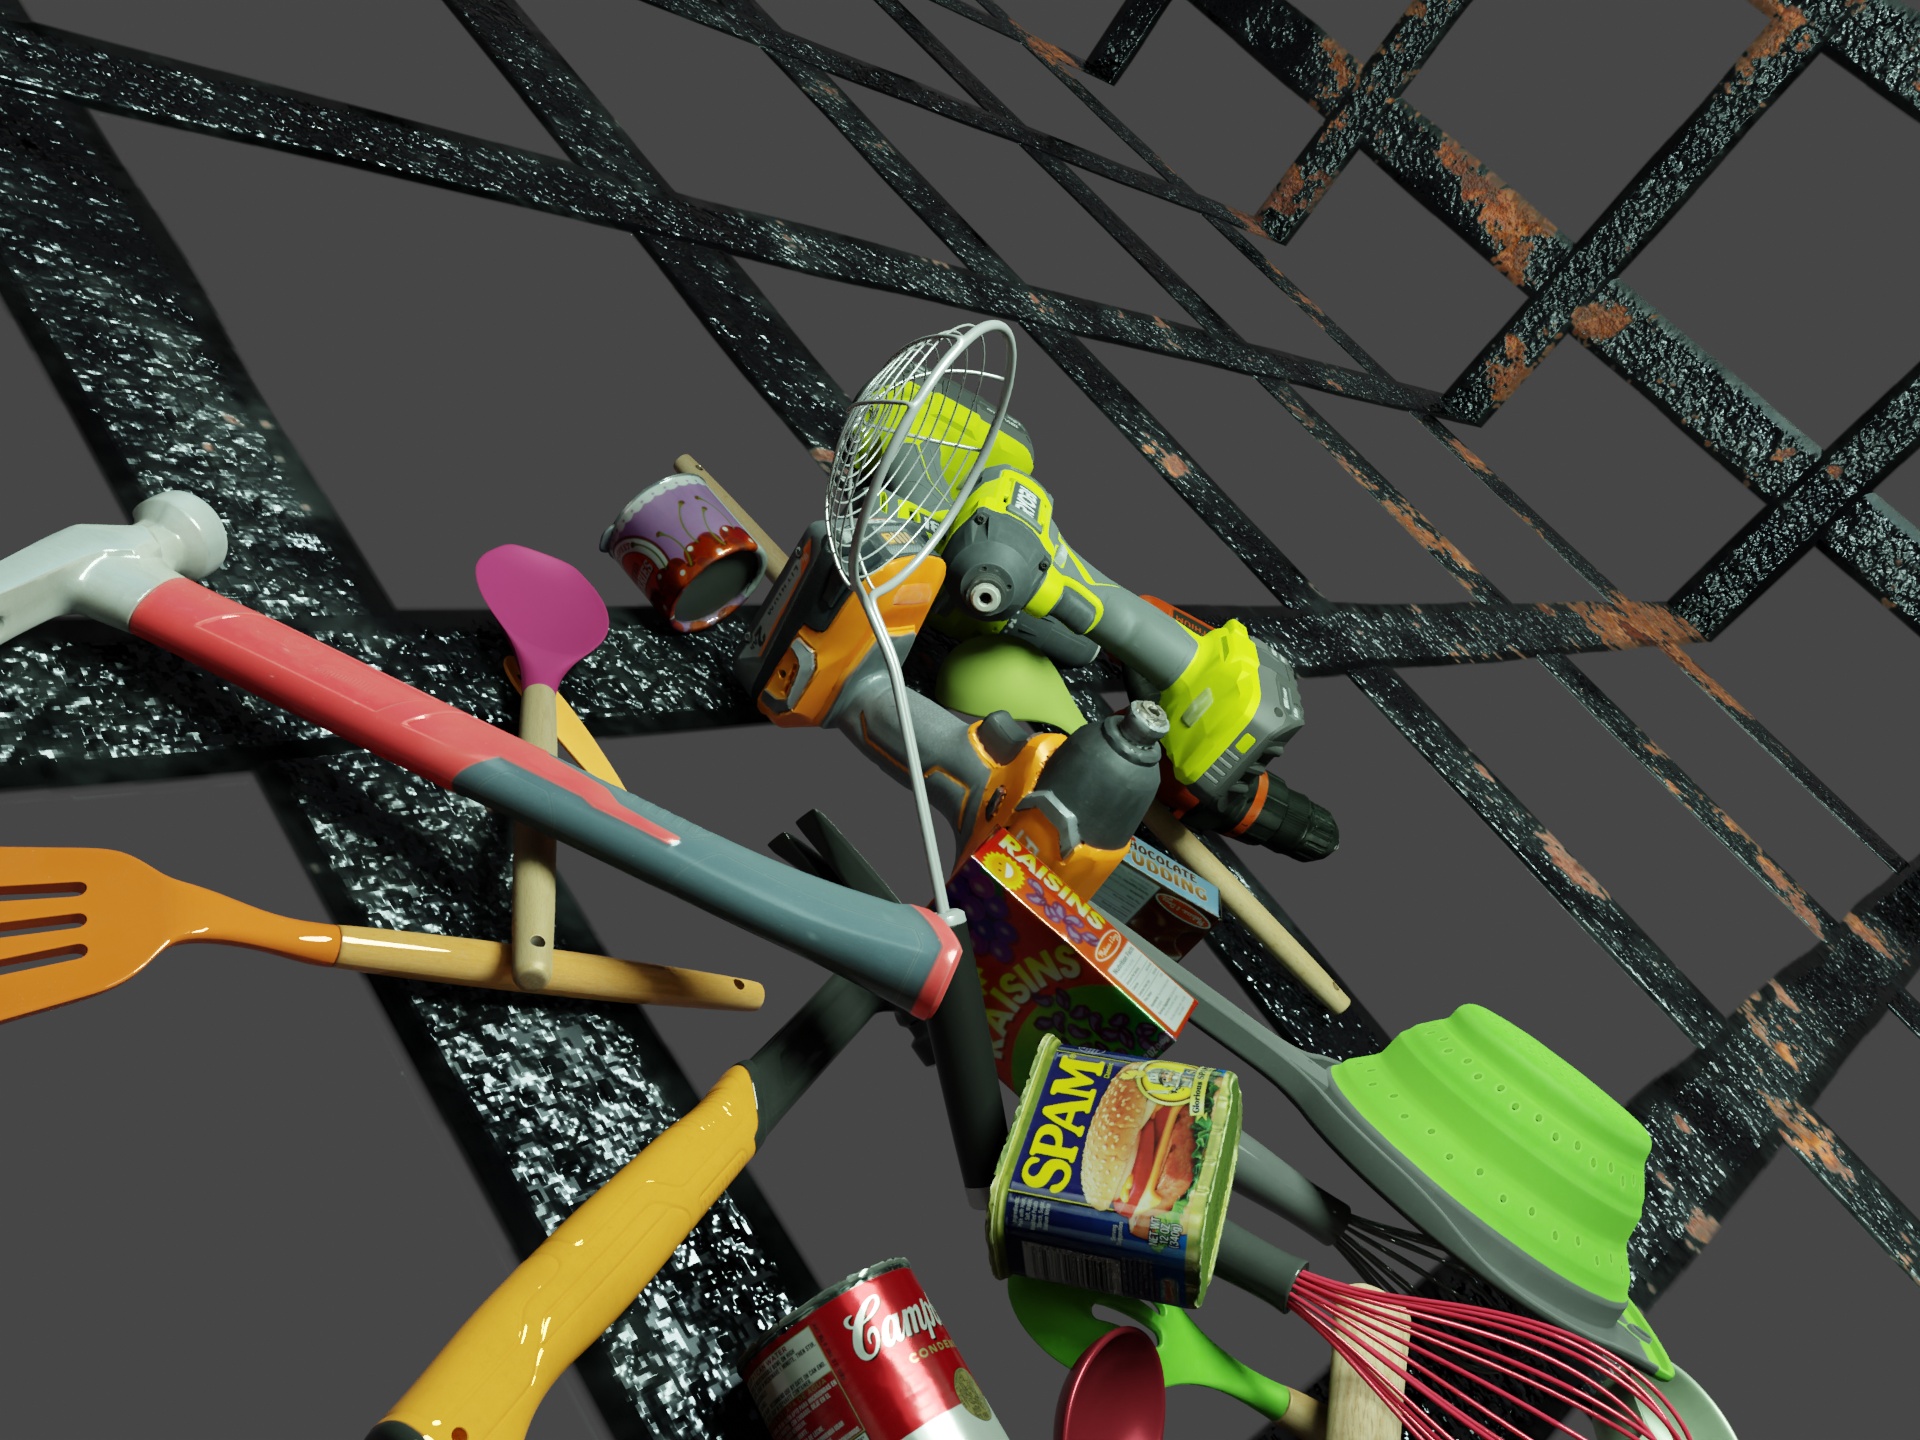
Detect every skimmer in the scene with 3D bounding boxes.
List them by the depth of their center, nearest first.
[{"bbox_3d":[0.010,0.019,0.669,0.127,0.090,0.363,-1,80,-76],"label":"skimmer"}]

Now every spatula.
[{"bbox_3d":[-0.209,0.090,0.578,0.322,0.041,0.081,16,34,-41],"label":"spatula"},{"bbox_3d":[-0.070,-0.046,0.933,0.316,0.018,0.059,48,31,15],"label":"spatula"}]

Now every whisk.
[{"bbox_3d":[0.153,0.238,0.641,0.296,0.073,0.073,22,20,29],"label":"whisk"},{"bbox_3d":[0.182,0.245,0.772,0.239,0.055,0.055,33,29,0],"label":"whisk"}]

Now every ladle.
[{"bbox_3d":[0.028,0.325,0.496,0.069,0.031,0.316,63,25,-22],"label":"ladle"},{"bbox_3d":[0.112,0.067,0.963,0.320,0.062,0.078,46,27,-1],"label":"ladle"}]

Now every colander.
[{"bbox_3d":[0.210,0.164,0.815,0.397,0.094,0.204,36,7,7],"label":"colander"}]

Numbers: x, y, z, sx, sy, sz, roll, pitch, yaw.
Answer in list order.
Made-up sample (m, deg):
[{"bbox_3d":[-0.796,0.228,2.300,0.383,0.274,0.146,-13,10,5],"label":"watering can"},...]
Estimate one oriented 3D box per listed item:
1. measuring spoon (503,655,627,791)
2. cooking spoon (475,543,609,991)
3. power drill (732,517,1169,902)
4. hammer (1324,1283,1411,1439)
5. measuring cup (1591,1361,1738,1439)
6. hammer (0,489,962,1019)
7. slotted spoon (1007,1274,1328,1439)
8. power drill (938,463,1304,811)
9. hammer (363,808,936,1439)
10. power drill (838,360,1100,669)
[{"bbox_3d":[-0.181,0.011,0.737,0.117,0.011,0.021,47,28,24],"label":"measuring spoon"},{"bbox_3d":[-0.187,0.004,0.703,0.068,0.017,0.319,20,27,-25],"label":"cooking spoon"},{"bbox_3d":[-0.001,-0.003,0.799,0.227,0.164,0.084,48,32,22],"label":"power drill"},{"bbox_3d":[0.139,0.343,0.567,0.130,0.031,0.331,37,34,-6],"label":"hammer"},{"bbox_3d":[0.322,0.363,0.769,0.167,0.038,0.083,1,45,-45],"label":"measuring cup"},{"bbox_3d":[-0.183,0.027,0.608,0.386,0.038,0.143,26,30,1],"label":"hammer"},{"bbox_3d":[0.156,0.301,0.681,0.313,0.031,0.070,32,29,-13],"label":"slotted spoon"},{"bbox_3d":[0.087,-0.050,0.927,0.223,0.080,0.171,35,22,-10],"label":"power drill"},{"bbox_3d":[-0.097,0.150,0.587,0.127,0.034,0.337,52,31,-2],"label":"hammer"},{"bbox_3d":[0.003,-0.135,1.084,0.190,0.080,0.229,24,34,-23],"label":"power drill"}]
